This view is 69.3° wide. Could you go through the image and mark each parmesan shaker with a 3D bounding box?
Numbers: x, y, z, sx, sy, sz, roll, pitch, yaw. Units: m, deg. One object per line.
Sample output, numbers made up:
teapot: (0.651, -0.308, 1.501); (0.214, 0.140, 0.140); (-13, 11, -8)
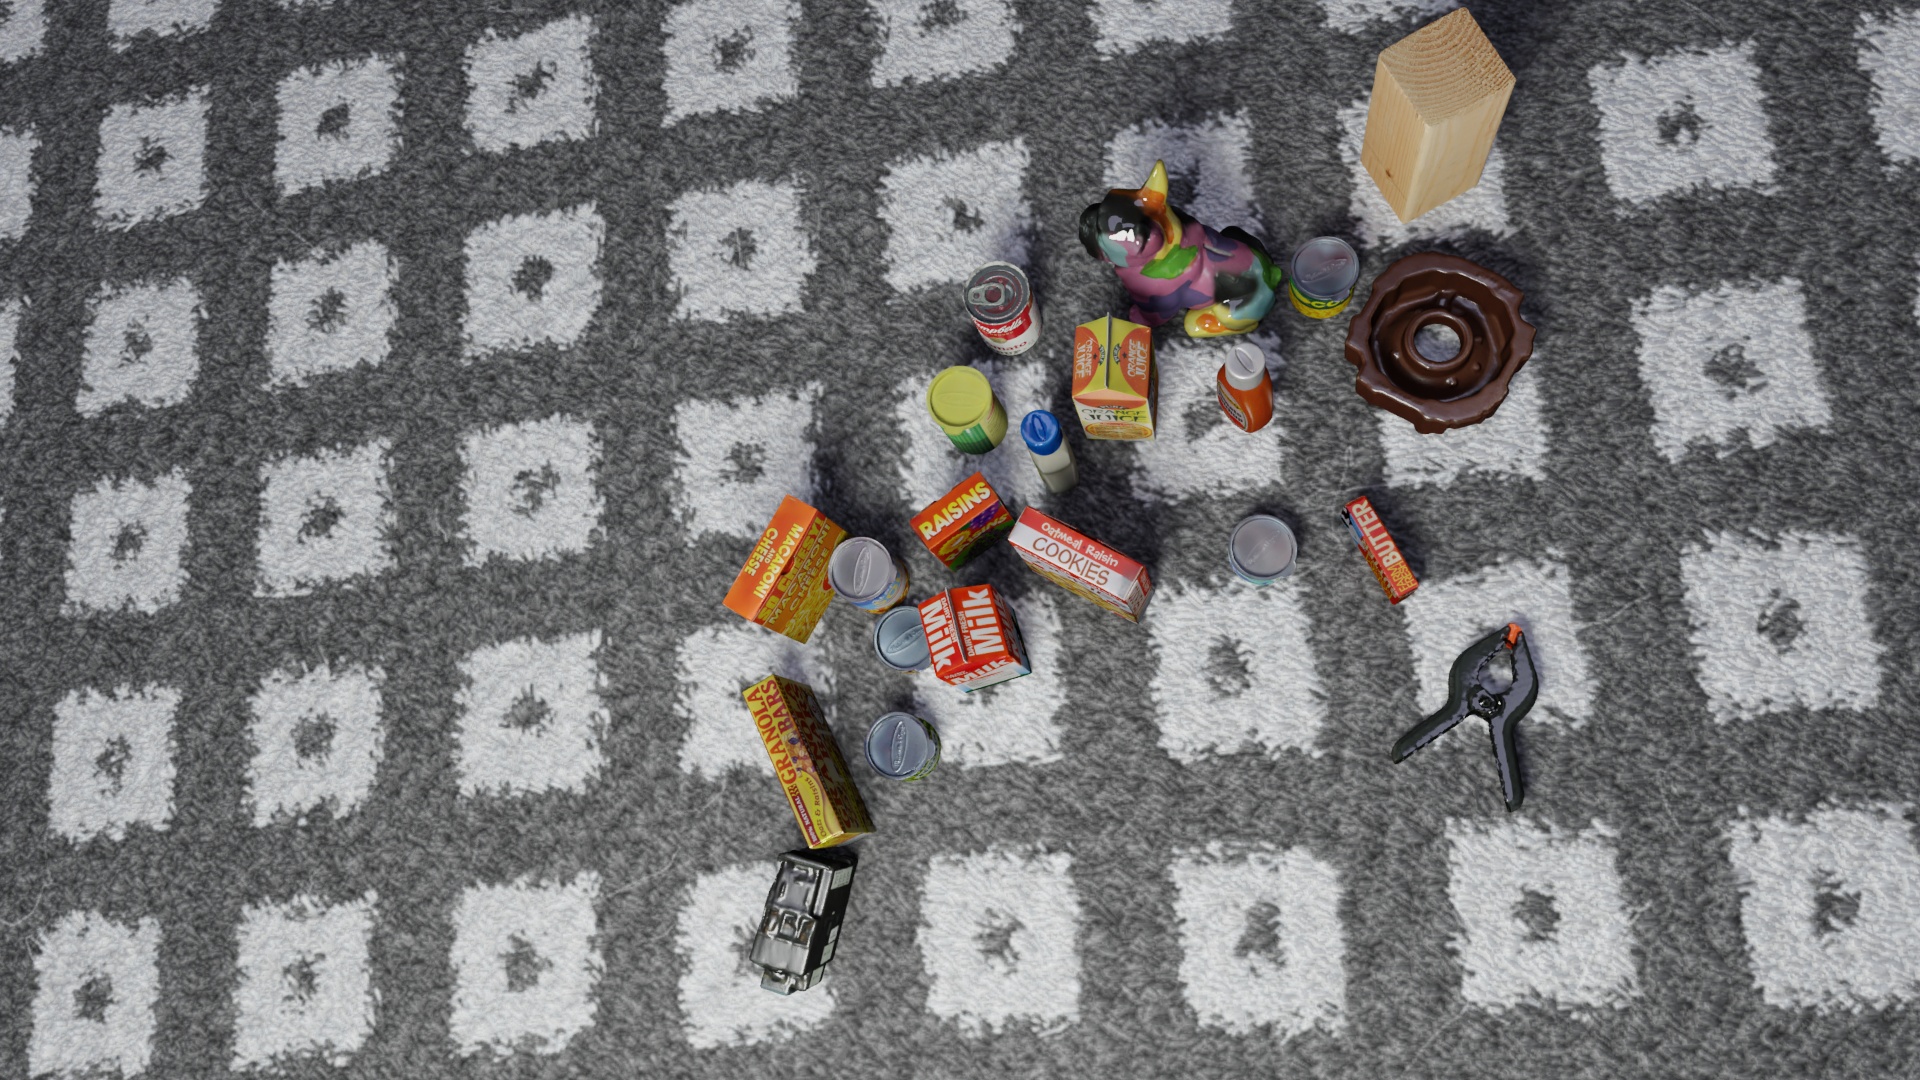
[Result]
parmesan shaker: (0.007, -0.128, 1.413); (0.071, 0.103, 0.071); (-2, 78, 11)

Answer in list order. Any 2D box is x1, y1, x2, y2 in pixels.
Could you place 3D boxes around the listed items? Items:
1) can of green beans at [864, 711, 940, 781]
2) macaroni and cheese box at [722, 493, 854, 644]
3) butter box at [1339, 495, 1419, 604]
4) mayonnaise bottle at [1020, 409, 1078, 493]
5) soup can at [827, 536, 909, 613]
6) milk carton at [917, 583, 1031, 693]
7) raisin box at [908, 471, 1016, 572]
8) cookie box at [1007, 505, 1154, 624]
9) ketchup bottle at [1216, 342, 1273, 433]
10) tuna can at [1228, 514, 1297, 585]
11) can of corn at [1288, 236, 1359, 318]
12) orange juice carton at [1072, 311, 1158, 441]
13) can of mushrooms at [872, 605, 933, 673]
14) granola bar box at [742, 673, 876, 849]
can of green beans: (-0.056, 0.205, 1.378); (0.071, 0.057, 0.071); (-2, 78, 10)
macaroni and cheese box: (-0.162, 0.032, 1.379); (0.040, 0.166, 0.124); (29, 85, 15)
butter box: (0.402, 0.010, 1.334); (0.024, 0.053, 0.103); (-28, 75, 4)
mayonnaise bottle: (0.087, -0.092, 1.367); (0.041, 0.148, 0.065); (-21, 75, 6)
soup can: (-0.089, 0.037, 1.407); (0.071, 0.083, 0.071); (-2, 78, 11)
milk carton: (0.012, 0.093, 1.320); (0.073, 0.190, 0.072); (-17, 76, 7)
raisin box: (0.005, -0.017, 1.380); (0.086, 0.123, 0.040); (-36, 74, 2)
cookie box: (0.119, 0.025, 1.326); (0.123, 0.167, 0.040); (27, 85, 15)
ketchup bottle: (0.275, -0.152, 1.343); (0.043, 0.148, 0.065); (-36, 74, 2)
tuna can: (0.298, 0.011, 1.364); (0.071, 0.033, 0.071); (-2, 78, 10)
can of corn: (0.365, -0.261, 1.397); (0.071, 0.058, 0.071); (-2, 78, 10)
orange juice carton: (0.150, -0.155, 1.345); (0.073, 0.192, 0.072); (3, 79, 12)
can of mushrooms: (-0.052, 0.103, 1.411); (0.071, 0.033, 0.071); (-2, 78, 10)
granola bar box: (-0.148, 0.218, 1.358); (0.039, 0.124, 0.166); (-28, 75, 4)
